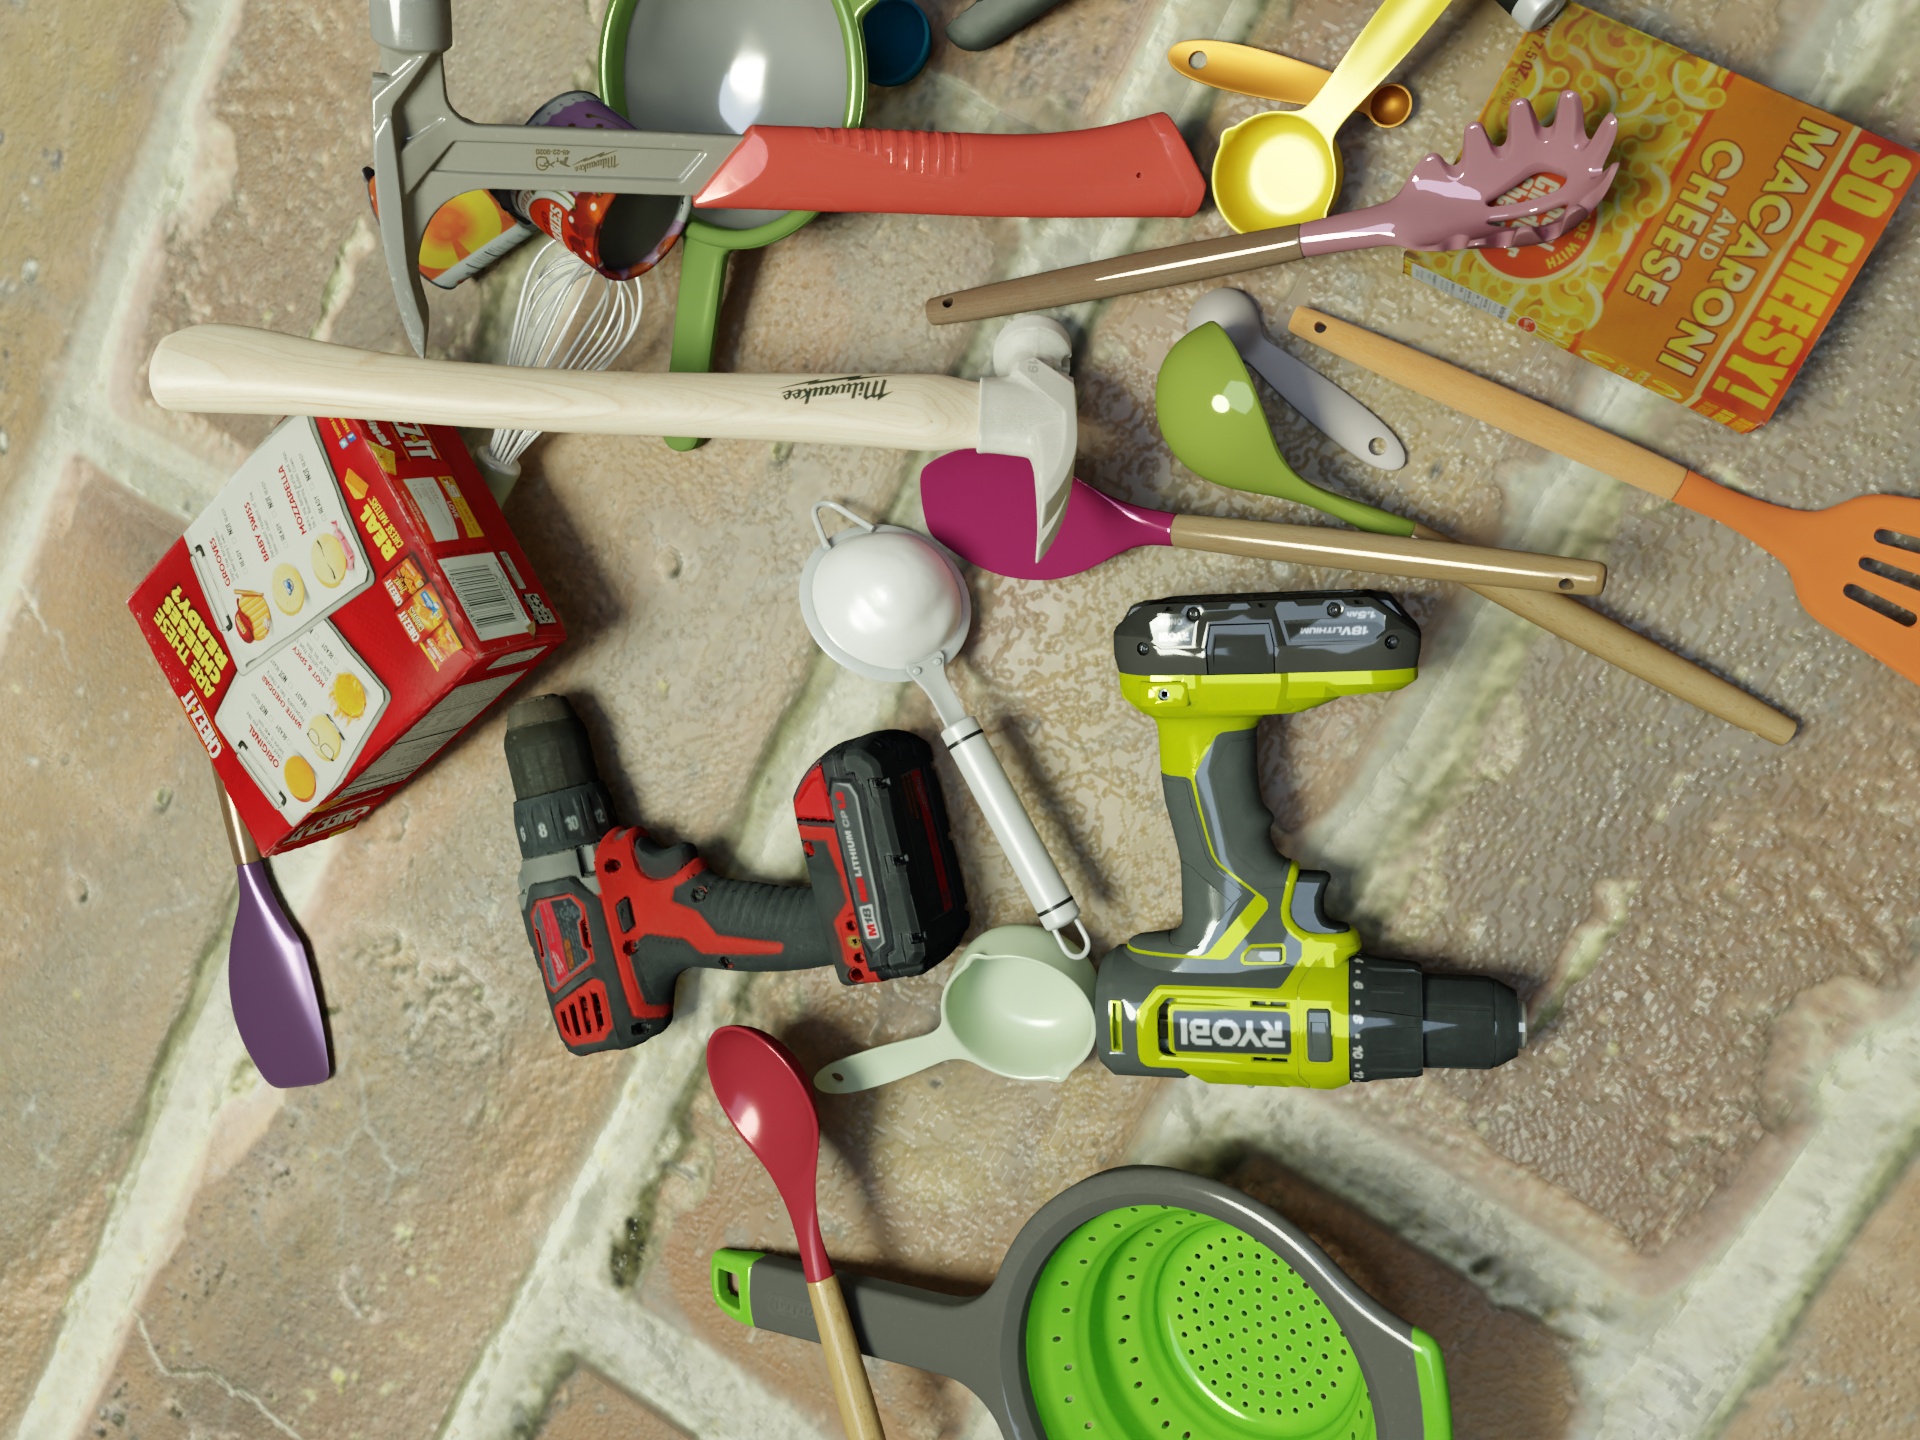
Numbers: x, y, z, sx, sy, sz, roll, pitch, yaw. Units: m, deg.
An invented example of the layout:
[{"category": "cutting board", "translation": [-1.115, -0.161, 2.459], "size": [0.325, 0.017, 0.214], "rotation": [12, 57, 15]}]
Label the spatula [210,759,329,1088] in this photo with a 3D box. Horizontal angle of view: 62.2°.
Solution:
[{"category": "spatula", "translation": [-0.412, 0.056, 0.907], "size": [0.060, 0.018, 0.316], "rotation": [-9, 93, 17]}]

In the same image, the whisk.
[{"category": "whisk", "translation": [-0.235, -0.141, 0.820], "size": [0.059, 0.058, 0.246], "rotation": [33, 112, -8]}]

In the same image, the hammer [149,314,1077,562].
[{"category": "hammer", "translation": [-0.153, -0.137, 0.710], "size": [0.410, 0.146, 0.038], "rotation": [3, 135, -1]}]

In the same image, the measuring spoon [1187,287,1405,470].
[{"category": "measuring spoon", "translation": [0.156, -0.157, 0.737], "size": [0.124, 0.018, 0.034], "rotation": [40, 103, 8]}]

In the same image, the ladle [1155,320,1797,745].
[{"category": "ladle", "translation": [0.229, -0.080, 0.707], "size": [0.320, 0.078, 0.062], "rotation": [28, 91, 4]}]

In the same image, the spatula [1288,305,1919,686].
[{"category": "spatula", "translation": [0.292, -0.114, 0.693], "size": [0.323, 0.041, 0.081], "rotation": [27, 102, 12]}]

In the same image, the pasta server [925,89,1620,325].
[{"category": "pasta server", "translation": [0.123, -0.211, 0.705], "size": [0.316, 0.040, 0.060], "rotation": [-4, 75, 26]}]

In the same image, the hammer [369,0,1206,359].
[{"category": "hammer", "translation": [-0.067, -0.233, 0.700], "size": [0.359, 0.037, 0.149], "rotation": [-2, 123, -13]}]

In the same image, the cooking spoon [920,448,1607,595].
[{"category": "cooking spoon", "translation": [0.121, -0.083, 0.716], "size": [0.319, 0.017, 0.068], "rotation": [11, 126, 27]}]

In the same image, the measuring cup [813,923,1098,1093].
[{"category": "measuring cup", "translation": [-0.004, 0.151, 0.796], "size": [0.167, 0.038, 0.083], "rotation": [-25, 110, 29]}]

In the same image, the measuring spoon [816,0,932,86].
[{"category": "measuring spoon", "translation": [-0.061, -0.355, 0.783], "size": [0.129, 0.021, 0.042], "rotation": [44, 105, 17]}]

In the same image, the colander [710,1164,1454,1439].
[{"category": "colander", "translation": [0.052, 0.296, 0.777], "size": [0.397, 0.094, 0.204], "rotation": [0, 94, 33]}]

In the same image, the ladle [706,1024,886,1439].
[{"category": "ladle", "translation": [-0.061, 0.298, 0.777], "size": [0.069, 0.031, 0.315], "rotation": [-21, 84, 44]}]

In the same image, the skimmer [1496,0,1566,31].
[{"category": "skimmer", "translation": [0.119, -0.427, 0.673], "size": [0.363, 0.090, 0.127], "rotation": [53, 131, 11]}]

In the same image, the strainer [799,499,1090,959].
[{"category": "strainer", "translation": [-0.001, -0.002, 0.760], "size": [0.087, 0.050, 0.258], "rotation": [-26, 84, -25]}]

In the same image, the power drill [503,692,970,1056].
[{"category": "power drill", "translation": [-0.125, 0.062, 0.803], "size": [0.227, 0.080, 0.188], "rotation": [-13, 91, 19]}]

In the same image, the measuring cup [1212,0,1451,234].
[{"category": "measuring cup", "translation": [0.173, -0.278, 0.695], "size": [0.062, 0.029, 0.156], "rotation": [44, 122, 4]}]

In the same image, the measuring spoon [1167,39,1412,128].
[{"category": "measuring spoon", "translation": [0.151, -0.294, 0.733], "size": [0.117, 0.011, 0.021], "rotation": [21, 101, 16]}]

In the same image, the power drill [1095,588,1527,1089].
[{"category": "power drill", "translation": [0.157, 0.057, 0.726], "size": [0.190, 0.080, 0.228], "rotation": [-1, 97, 15]}]

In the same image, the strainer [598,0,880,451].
[{"category": "strainer", "translation": [-0.106, -0.259, 0.783], "size": [0.151, 0.069, 0.256], "rotation": [24, 118, 21]}]
